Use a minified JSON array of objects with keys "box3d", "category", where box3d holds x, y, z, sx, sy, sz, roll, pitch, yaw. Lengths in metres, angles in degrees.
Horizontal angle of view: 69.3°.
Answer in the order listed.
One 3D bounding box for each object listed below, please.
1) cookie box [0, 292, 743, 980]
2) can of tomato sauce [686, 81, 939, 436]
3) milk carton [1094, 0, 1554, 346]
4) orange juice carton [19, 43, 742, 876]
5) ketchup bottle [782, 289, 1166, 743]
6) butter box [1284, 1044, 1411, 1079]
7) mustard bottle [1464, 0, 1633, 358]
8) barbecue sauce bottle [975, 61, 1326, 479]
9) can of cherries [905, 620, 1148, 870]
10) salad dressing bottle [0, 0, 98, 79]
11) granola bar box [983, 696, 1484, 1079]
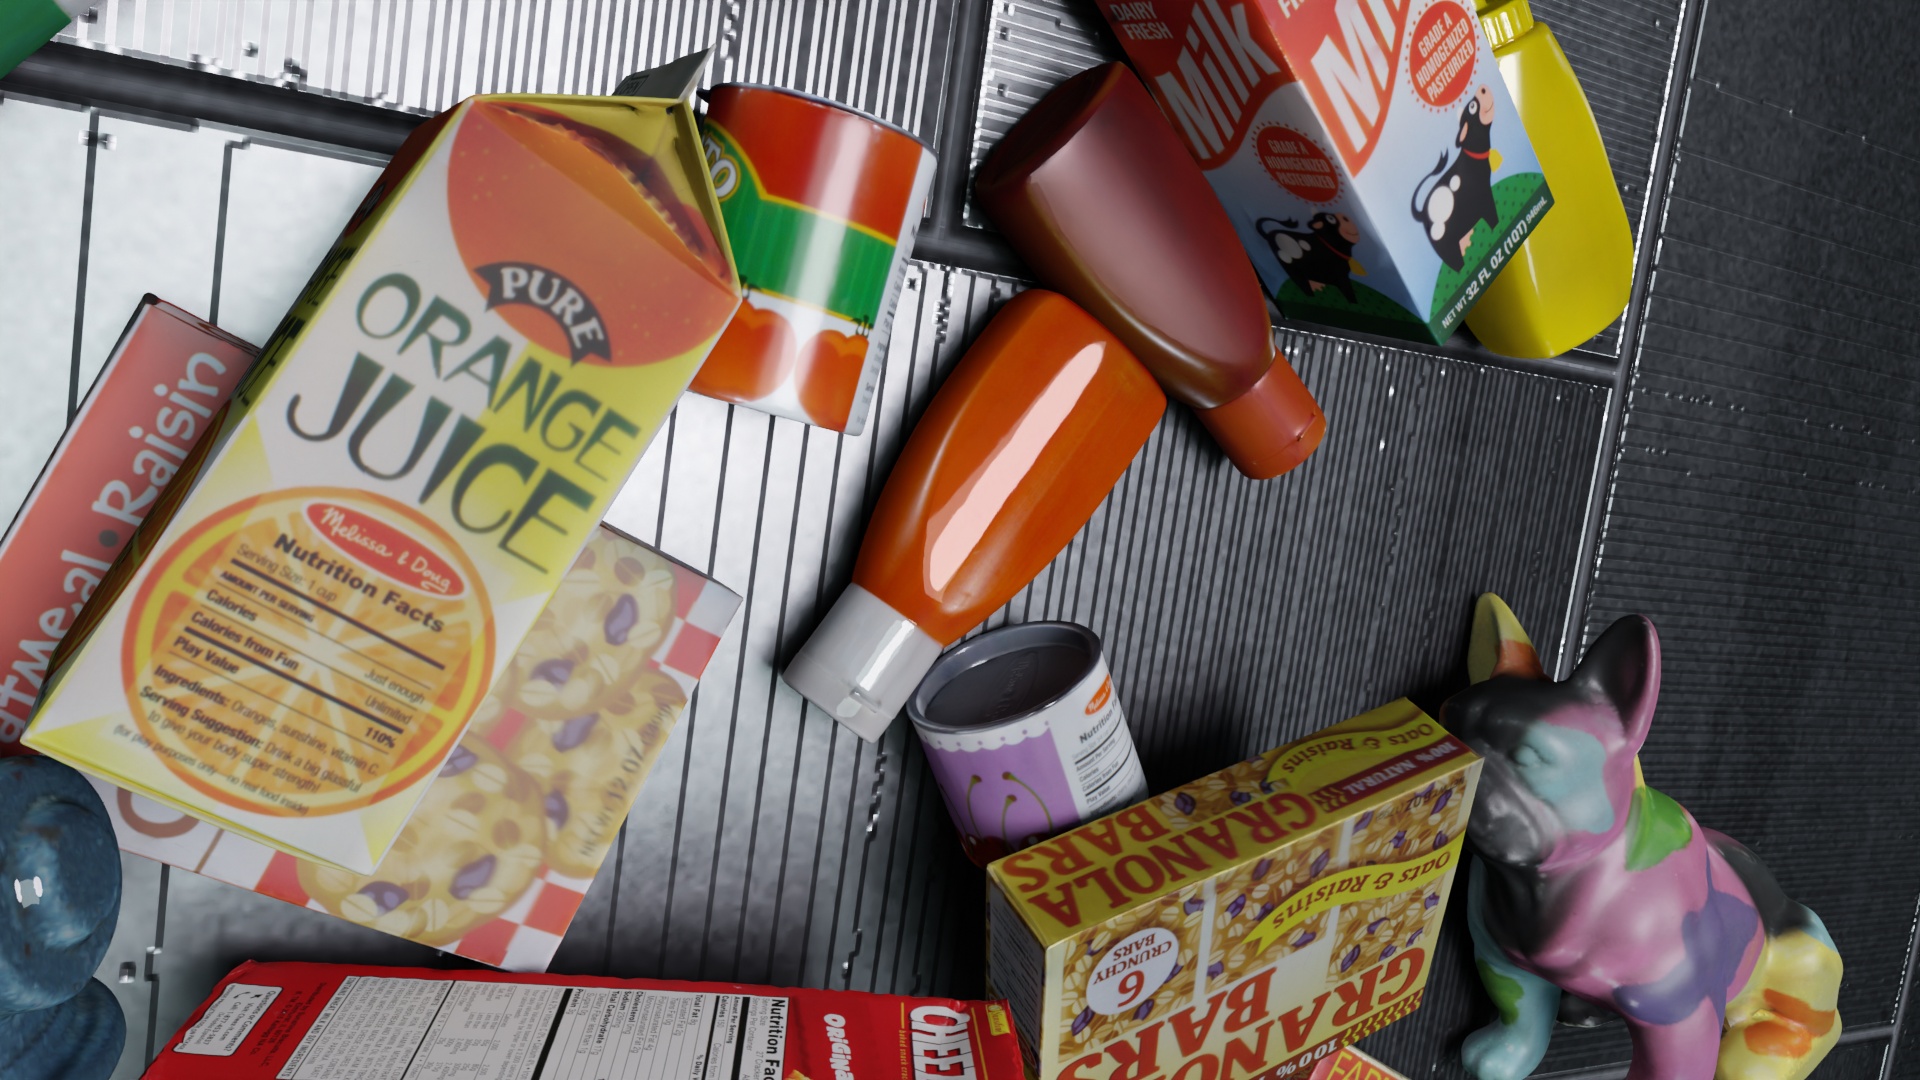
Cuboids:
[{"box3d":[-0.162,0.030,0.369,0.167,0.040,0.123,30,85,-29],"category":"cookie box"},{"box3d":[-0.051,-0.078,0.392,0.071,0.071,0.083,14,93,-28],"category":"can of tomato sauce"},{"box3d":[0.110,-0.156,0.443,0.072,0.073,0.190,-49,125,-11],"category":"milk carton"},{"box3d":[-0.117,-0.032,0.316,0.073,0.072,0.193,35,81,-29],"category":"orange juice carton"},{"box3d":[0.002,-0.006,0.444,0.064,0.043,0.149,40,80,-24],"category":"ketchup bottle"},{"box3d":[0.167,0.244,0.584,0.103,0.024,0.053,36,82,-28],"category":"butter box"},{"box3d":[0.204,-0.149,0.520,0.065,0.049,0.159,-31,111,-18],"category":"mustard bottle"},{"box3d":[0.071,-0.082,0.467,0.148,0.043,0.065,47,70,-26],"category":"barbecue sauce bottle"},{"box3d":[0.020,0.068,0.457,0.072,0.071,0.058,-28,112,-20],"category":"can of cherries"},{"box3d":[-0.191,-0.158,0.320,0.148,0.044,0.064,-46,118,-12],"category":"salad dressing bottle"},{"box3d":[0.087,0.133,0.457,0.166,0.039,0.123,-16,125,-24],"category":"granola bar box"}]
